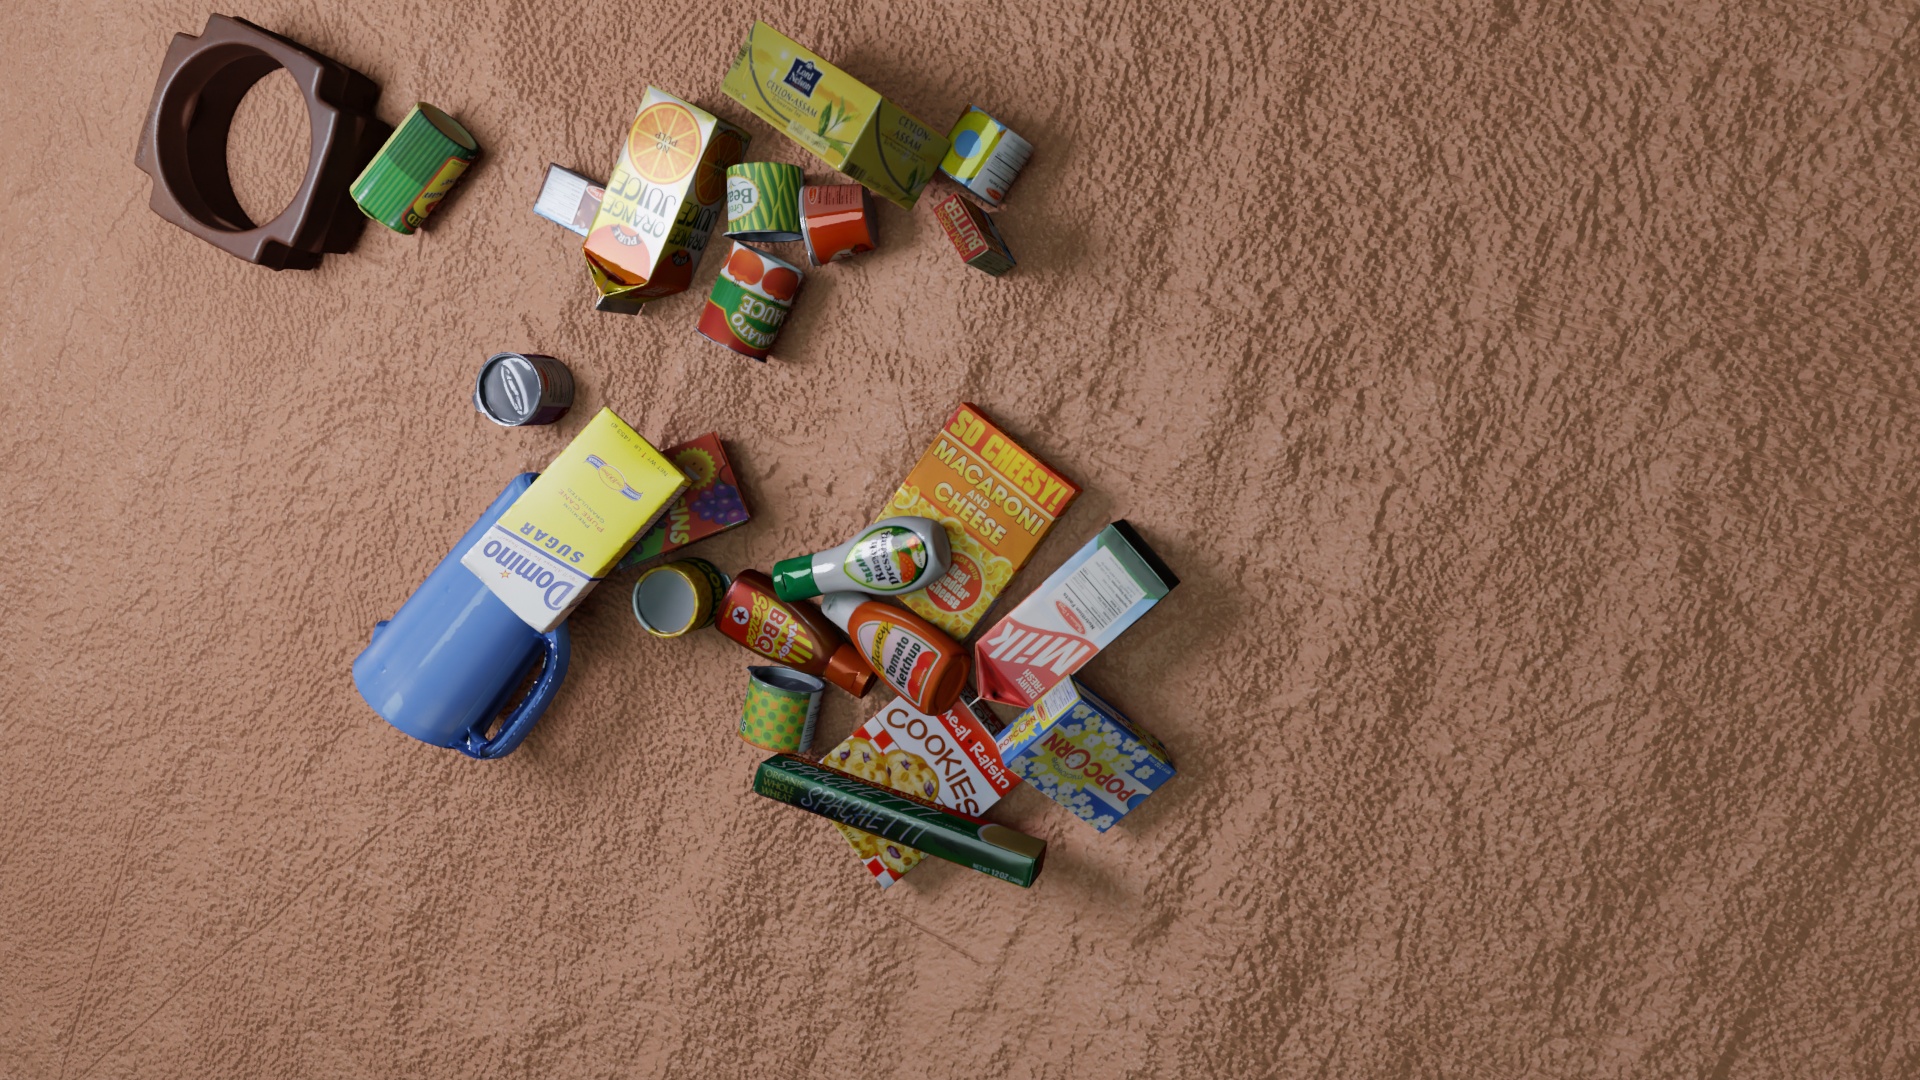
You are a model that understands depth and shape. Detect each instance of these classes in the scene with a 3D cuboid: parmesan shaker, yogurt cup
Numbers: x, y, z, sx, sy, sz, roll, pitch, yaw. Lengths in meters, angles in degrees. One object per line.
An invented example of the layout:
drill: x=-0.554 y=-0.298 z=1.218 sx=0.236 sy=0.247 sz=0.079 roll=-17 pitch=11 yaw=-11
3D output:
parmesan shaker: x=-0.497 y=-0.338 z=1.264 sx=0.103 sy=0.071 sz=0.071 roll=-45 pitch=83 yaw=14
yogurt cup: x=-0.101 y=-0.268 z=1.167 sx=0.054 sy=0.072 sz=0.072 roll=-8 pitch=93 yaw=8

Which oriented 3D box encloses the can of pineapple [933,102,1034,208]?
can of pineapple: x=0.016 y=-0.314 z=1.129 sx=0.071 sy=0.071 sz=0.057 roll=37 pitch=103 yaw=10

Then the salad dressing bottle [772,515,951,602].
salad dressing bottle: x=-0.083 y=0.020 z=1.153 sx=0.147 sy=0.044 sz=0.064 roll=-13 pitch=92 yaw=18

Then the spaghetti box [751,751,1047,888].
spaghetti box: x=-0.052 y=0.230 z=1.157 sx=0.250 sy=0.050 sz=0.028 roll=16 pitch=99 yaw=14

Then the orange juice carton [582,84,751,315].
orange juice carton: x=-0.261 y=-0.284 z=1.204 sx=0.073 sy=0.072 sz=0.192 roll=28 pitch=101 yaw=12

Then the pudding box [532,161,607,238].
pudding box: x=-0.336 y=-0.299 z=1.245 sx=0.084 sy=0.030 sz=0.049 roll=27 pitch=100 yaw=12

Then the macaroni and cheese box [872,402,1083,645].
macaroni and cheese box: x=0.004 y=-0.015 z=1.169 sx=0.124 sy=0.040 sz=0.166 roll=39 pitch=104 yaw=10

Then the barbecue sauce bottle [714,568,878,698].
barbecue sauce bottle: x=-0.140 y=0.086 z=1.215 sx=0.149 sy=0.044 sz=0.064 roll=30 pitch=108 yaw=11

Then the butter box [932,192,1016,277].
butter box: x=0.013 y=-0.244 z=1.116 sx=0.024 sy=0.103 sz=0.053 roll=-31 pitch=86 yaw=15

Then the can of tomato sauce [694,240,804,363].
can of tomato sauce: x=-0.179 y=-0.204 z=1.190 sx=0.071 sy=0.071 sz=0.083 roll=28 pitch=101 yaw=11

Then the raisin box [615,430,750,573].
raisin box: x=-0.256 y=-0.034 z=1.212 sx=0.124 sy=0.040 sz=0.086 roll=-22 pitch=87 yaw=-14

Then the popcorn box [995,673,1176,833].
popcorn box: x=0.102 y=0.173 z=1.124 sx=0.085 sy=0.038 sz=0.126 roll=-43 pitch=121 yaw=14

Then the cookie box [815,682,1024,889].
cookie box: x=-0.038 y=0.201 z=1.199 sx=0.167 sy=0.040 sz=0.123 roll=-41 pitch=84 yaw=16

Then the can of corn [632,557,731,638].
can of corn: x=-0.247 y=0.050 z=1.233 sx=0.071 sy=0.058 sz=0.071 roll=1 pitch=95 yaw=15

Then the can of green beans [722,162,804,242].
can of green beans: x=-0.165 y=-0.287 z=1.180 sx=0.071 sy=0.071 sz=0.057 roll=0 pitch=95 yaw=15

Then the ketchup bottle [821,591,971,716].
ketchup bottle: x=-0.057 y=0.084 z=1.167 sx=0.149 sy=0.043 sz=0.064 roll=34 pitch=108 yaw=36

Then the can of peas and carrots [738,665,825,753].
can of peas and carrots: x=-0.159 y=0.147 z=1.213 sx=0.071 sy=0.071 sz=0.058 roll=15 pitch=99 yaw=14

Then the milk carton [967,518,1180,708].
milk carton: x=0.082 y=0.072 z=1.139 sx=0.190 sy=0.072 sz=0.073 roll=-42 pitch=82 yaw=14

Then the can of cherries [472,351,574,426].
can of cherries: x=-0.396 y=-0.137 z=1.260 sx=0.071 sy=0.058 sz=0.071 roll=2 pitch=96 yaw=15
